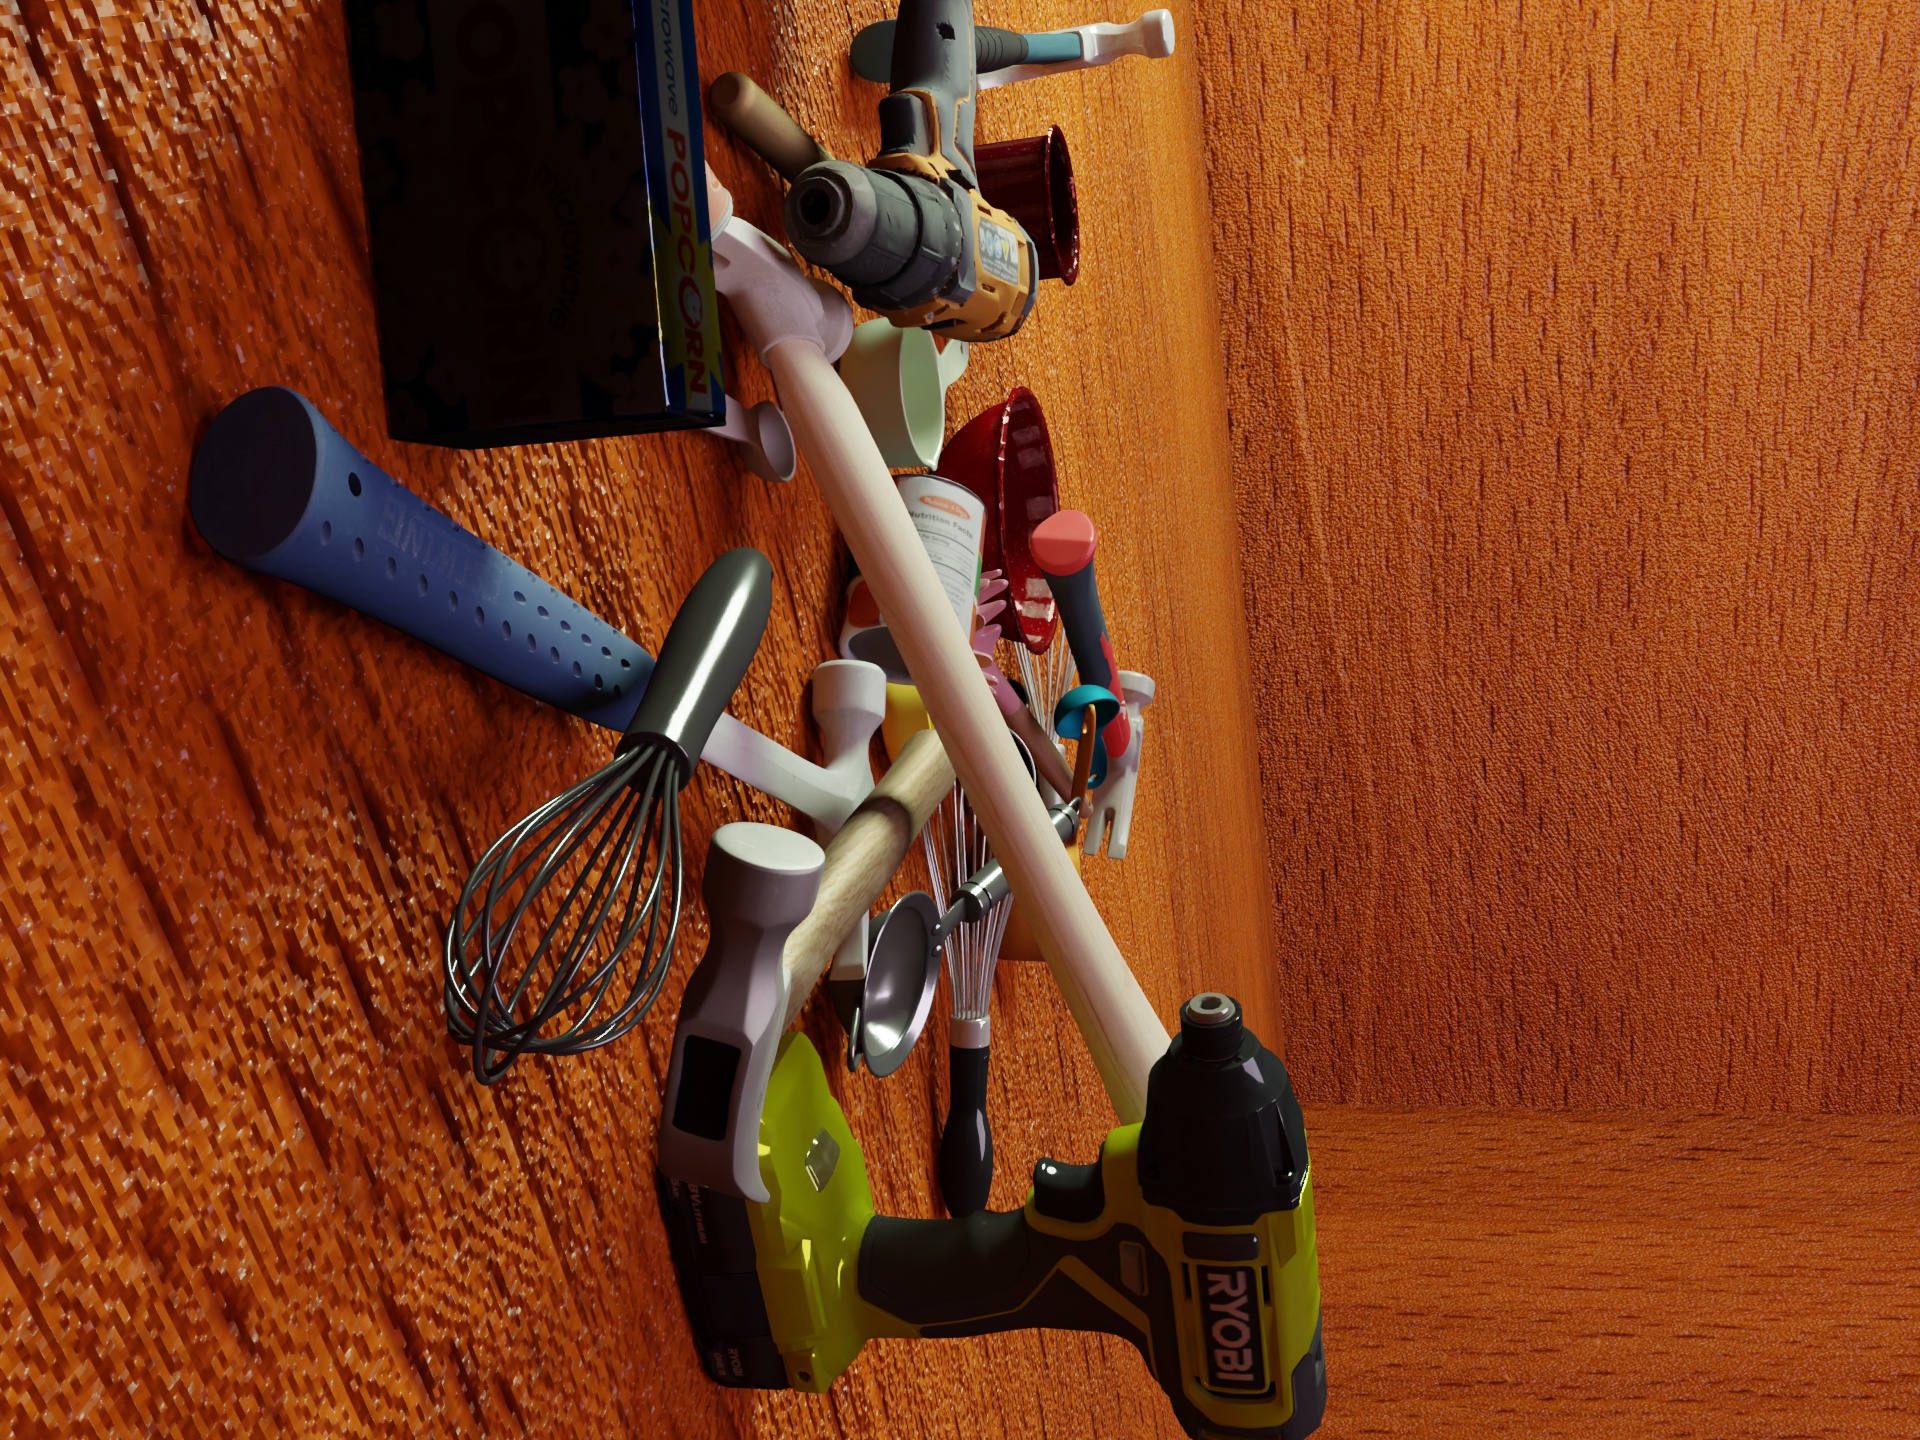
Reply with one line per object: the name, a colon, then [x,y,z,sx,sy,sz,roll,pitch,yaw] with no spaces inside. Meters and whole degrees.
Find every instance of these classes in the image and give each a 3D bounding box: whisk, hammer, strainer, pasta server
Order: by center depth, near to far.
whisk: [-0.087,0.009,0.446,0.239,0.055,0.055,-78,159,-56]
hammer: [-0.102,0.000,0.538,0.405,0.035,0.144,42,47,-69]
hammer: [-0.041,0.060,0.571,0.331,0.031,0.130,-54,159,-74]
hammer: [-0.001,-0.002,0.615,0.411,0.038,0.146,64,14,4]
whisk: [-0.052,-0.249,0.752,0.245,0.047,0.051,8,81,-71]
strainer: [-0.001,0.094,0.783,0.258,0.050,0.086,-35,132,-51]
whisk: [0.006,0.139,0.877,0.070,0.070,0.284,-12,103,-74]
hammer: [0.024,-0.402,0.953,0.331,0.128,0.033,-44,129,-58]
pasta server: [0.044,0.001,0.959,0.316,0.040,0.060,52,40,-60]
hammer: [0.086,-0.020,1.038,0.386,0.038,0.143,60,39,-69]
whisk: [0.061,0.011,1.120,0.057,0.059,0.246,-2,94,-38]

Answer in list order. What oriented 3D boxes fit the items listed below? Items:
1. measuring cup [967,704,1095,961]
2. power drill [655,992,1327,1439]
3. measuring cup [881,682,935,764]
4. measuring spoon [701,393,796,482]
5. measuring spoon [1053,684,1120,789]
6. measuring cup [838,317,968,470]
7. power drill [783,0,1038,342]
measuring cup: [0.040,0.064,0.920,0.095,0.052,0.173,-106,-159,-55]
power drill: [0.014,0.175,0.573,0.080,0.223,0.171,-60,144,-64]
measuring cup: [-0.024,-0.024,0.865,0.157,0.029,0.062,-91,167,-56]
measuring spoon: [-0.100,-0.118,0.617,0.124,0.018,0.034,12,68,-67]
measuring spoon: [0.078,0.010,0.997,0.128,0.042,0.021,76,-8,-63]
measuring cup: [-0.027,-0.183,0.843,0.168,0.038,0.083,-64,148,-64]
power drill: [-0.026,-0.283,0.681,0.185,0.084,0.226,-16,103,-67]
